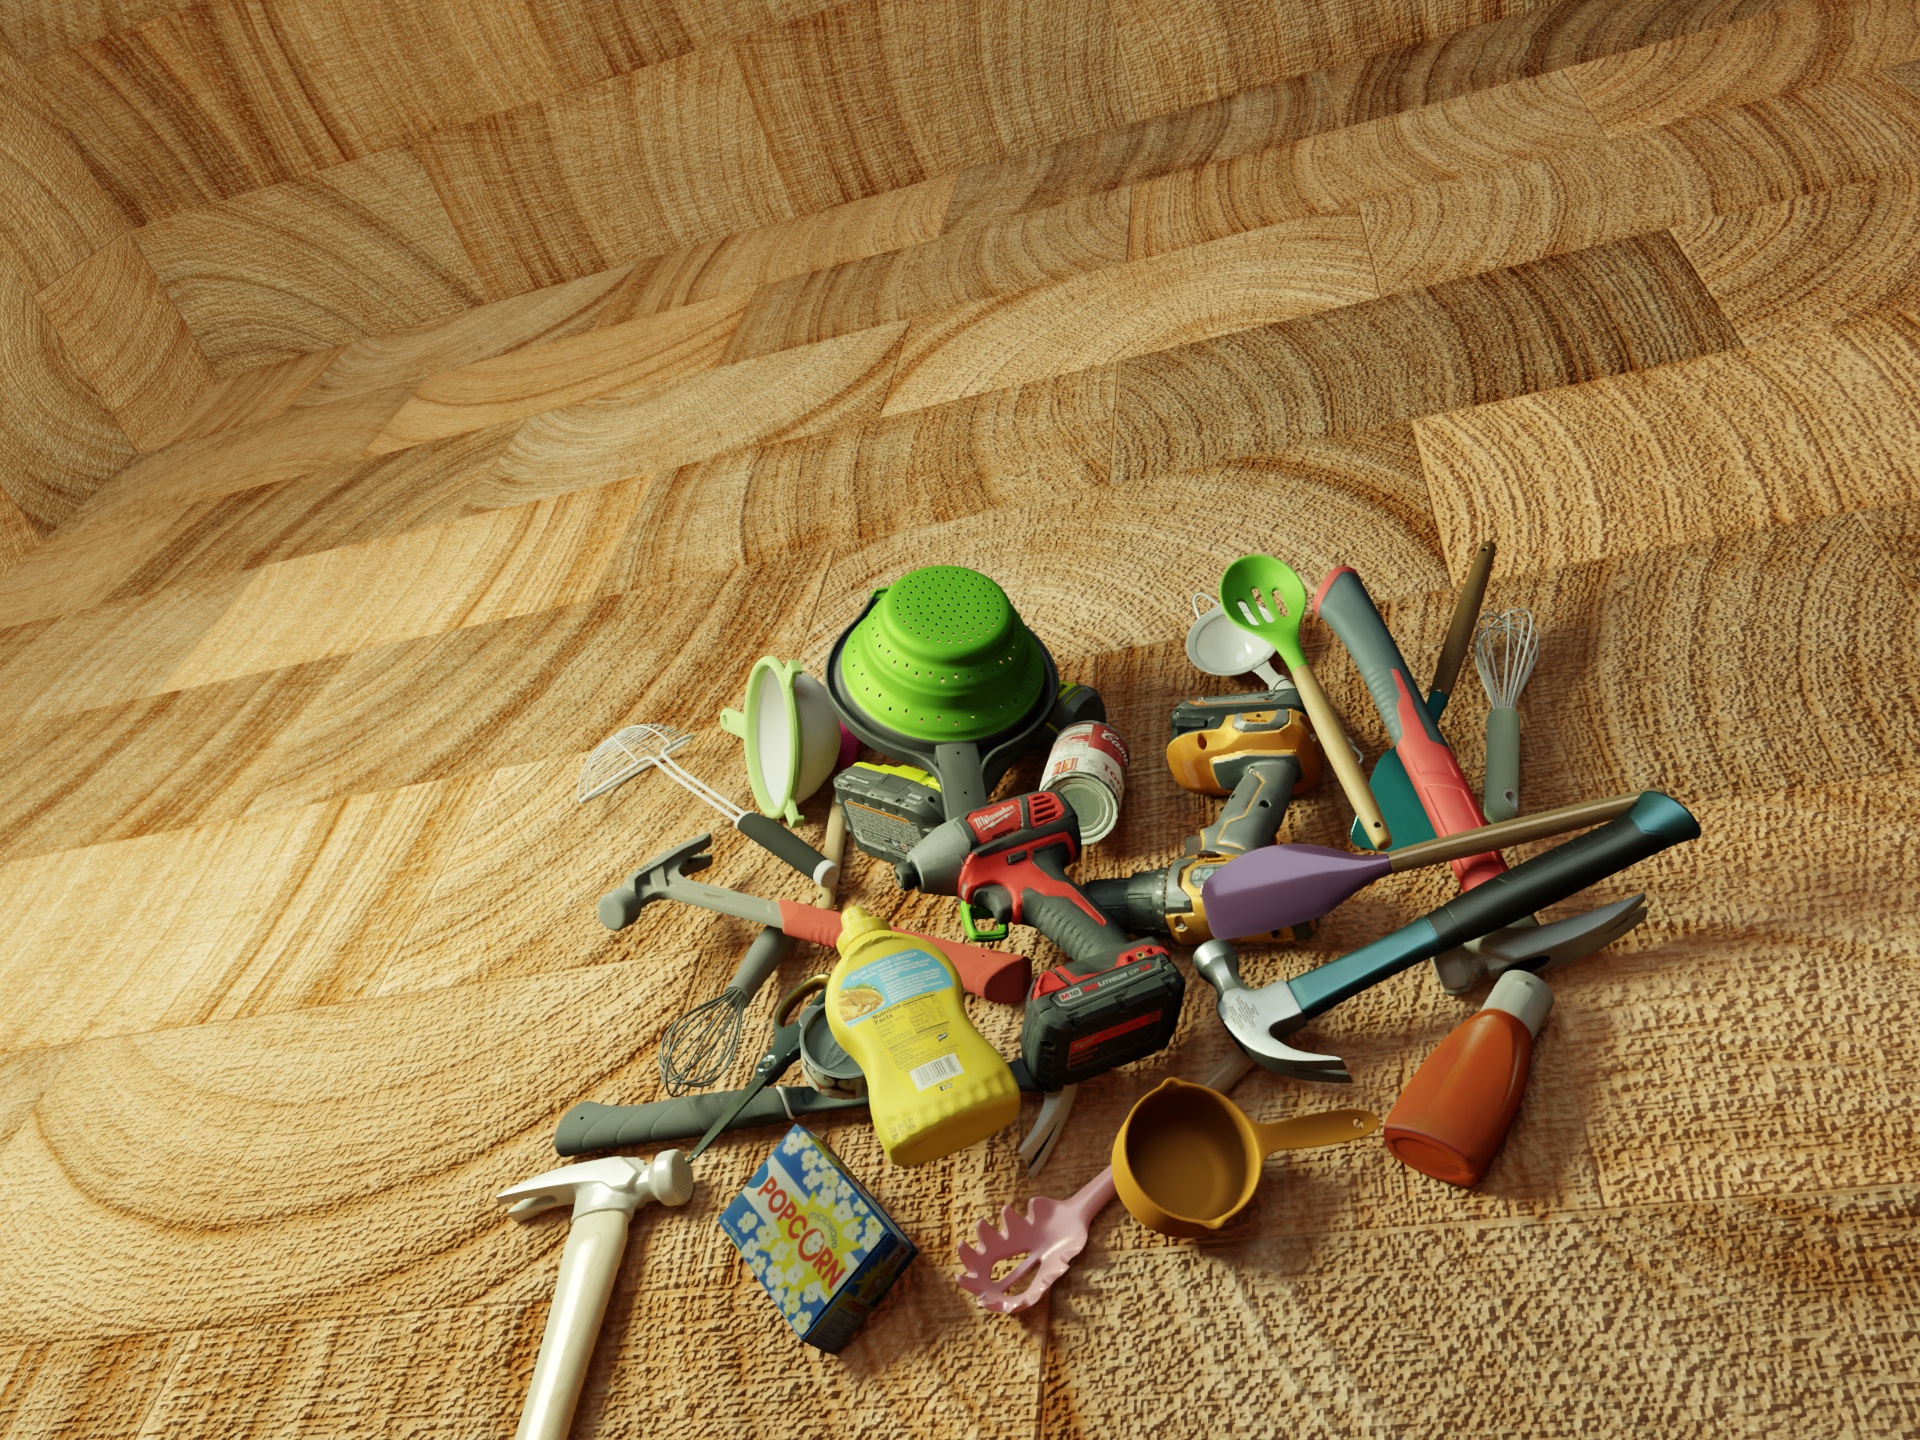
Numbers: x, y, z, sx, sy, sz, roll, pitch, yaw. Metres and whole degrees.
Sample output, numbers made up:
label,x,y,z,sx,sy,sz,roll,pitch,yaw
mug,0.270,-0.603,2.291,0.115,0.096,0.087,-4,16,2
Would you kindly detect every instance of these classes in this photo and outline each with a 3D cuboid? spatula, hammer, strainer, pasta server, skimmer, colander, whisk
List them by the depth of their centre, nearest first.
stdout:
label,x,y,z,sx,sy,sz,roll,pitch,yaw
hammer,-0.271,0.453,1.001,0.146,0.038,0.411,-14,35,12
pasta server,0.124,0.273,1.037,0.316,0.040,0.060,-36,55,-23
hammer,0.325,0.134,1.051,0.331,0.033,0.128,-27,45,5
spatula,0.321,0.090,1.097,0.316,0.018,0.060,-15,69,12
hammer,-0.110,0.281,1.157,0.409,0.036,0.149,-11,36,15
hammer,0.359,0.018,1.180,0.143,0.038,0.387,-21,47,10
whisk,-0.175,0.213,1.243,0.055,0.055,0.239,-8,21,19
whisk,0.431,-0.007,1.264,0.059,0.057,0.246,-39,20,42
spatula,0.389,-0.029,1.274,0.082,0.044,0.318,3,48,34
hammer,-0.107,0.162,1.277,0.359,0.036,0.149,10,21,26
colander,-0.002,-0.004,1.302,0.204,0.094,0.398,-3,48,-8
strainer,0.273,-0.032,1.383,0.087,0.050,0.259,-31,40,-4
skimmer,-0.229,0.091,1.474,0.127,0.090,0.364,-32,41,-31
strainer,-0.170,0.010,1.528,0.069,0.151,0.256,-3,7,-22

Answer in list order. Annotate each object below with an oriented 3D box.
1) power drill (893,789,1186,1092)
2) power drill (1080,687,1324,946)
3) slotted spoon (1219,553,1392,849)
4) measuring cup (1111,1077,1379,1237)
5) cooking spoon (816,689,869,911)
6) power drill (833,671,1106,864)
label,x,y,z,sx,sy,sz,roll,pitch,yaw
power drill,0.052,0.146,1.133,0.143,0.078,0.220,-16,46,-20
power drill,0.190,0.081,1.238,0.185,0.084,0.226,-6,41,24
slotted spoon,0.271,-0.020,1.235,0.070,0.031,0.314,-16,46,1
measuring cup,0.178,0.272,1.001,0.173,0.052,0.095,-5,58,-16
cooking spoon,-0.109,0.066,1.468,0.069,0.017,0.319,-30,30,23
power drill,0.000,0.031,1.413,0.171,0.080,0.223,15,44,40
